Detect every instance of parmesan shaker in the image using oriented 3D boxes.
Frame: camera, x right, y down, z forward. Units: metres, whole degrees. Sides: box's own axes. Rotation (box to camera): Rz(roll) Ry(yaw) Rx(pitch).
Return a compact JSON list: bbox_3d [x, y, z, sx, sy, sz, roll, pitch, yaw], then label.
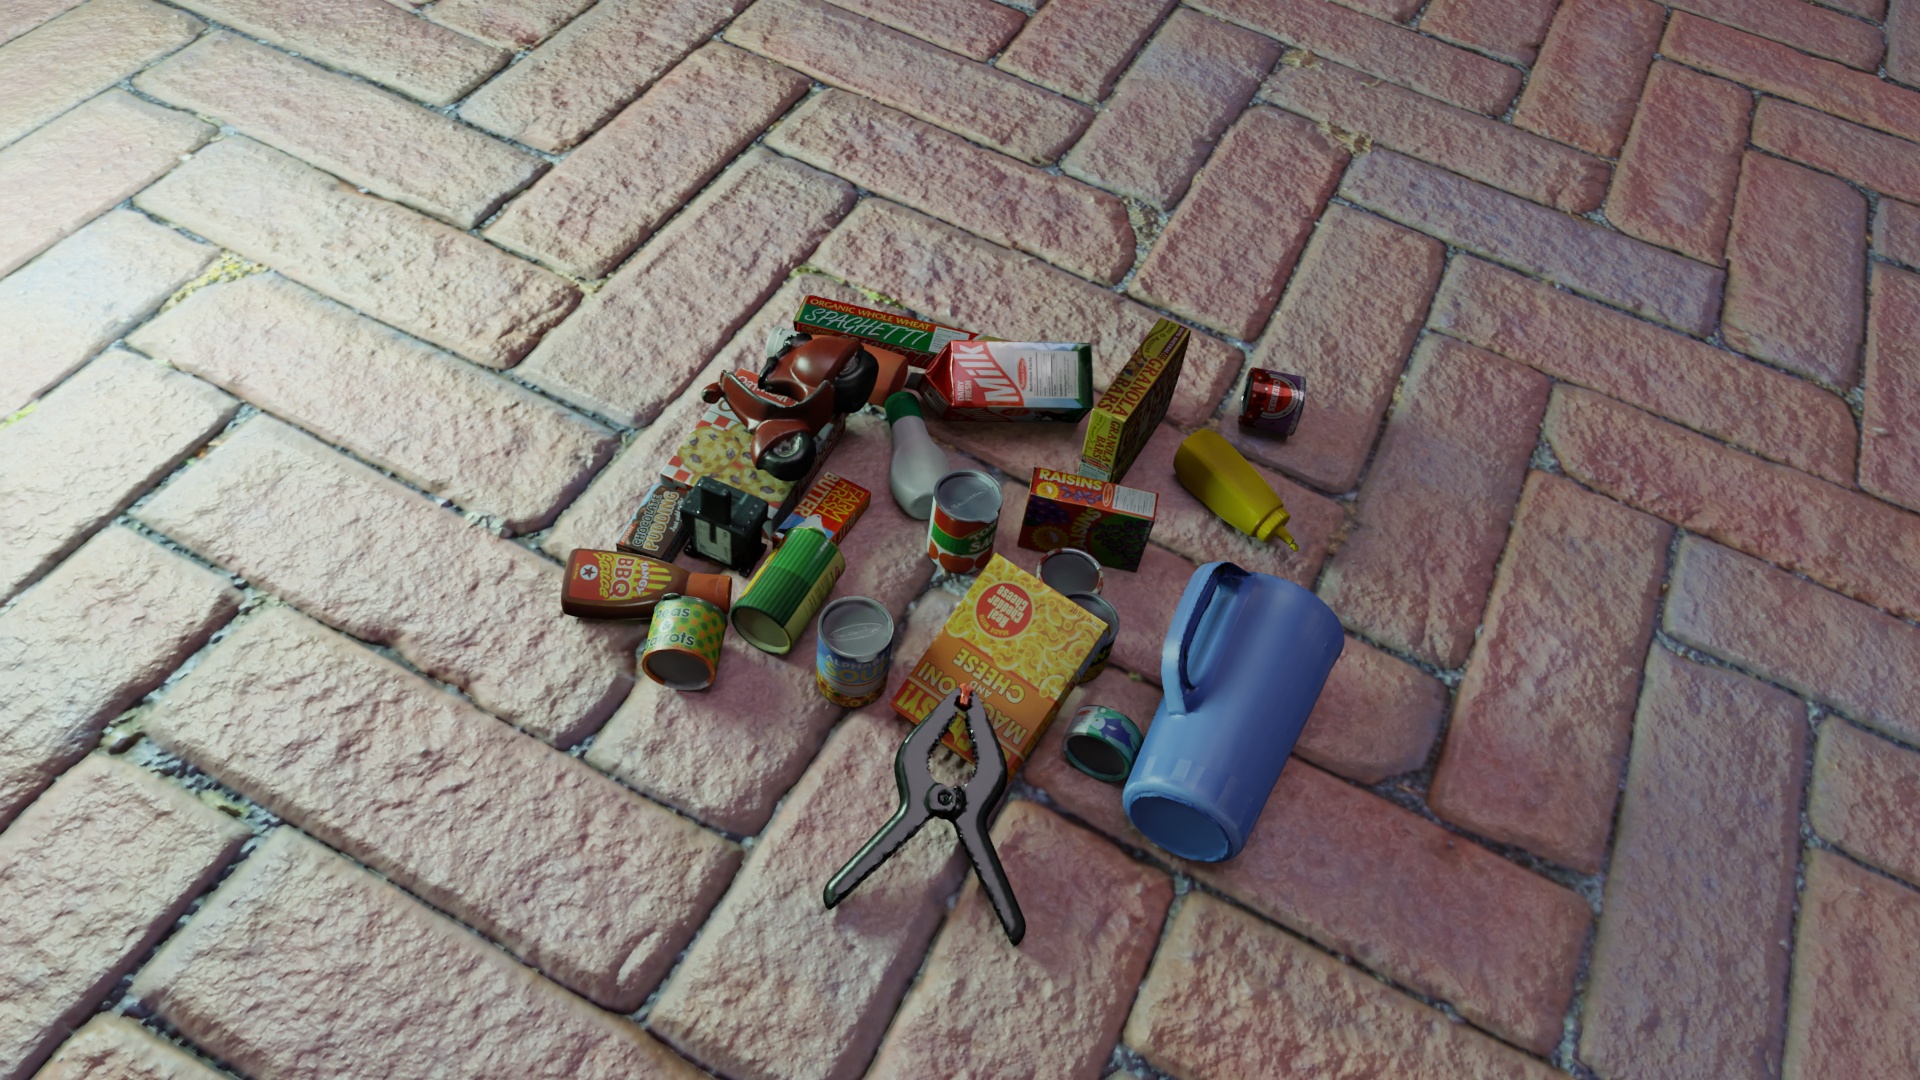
[{"bbox_3d":[-0.159,0.044,1.276,0.071,0.071,0.103,23,52,11],"label":"parmesan shaker"}]

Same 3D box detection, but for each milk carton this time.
[{"bbox_3d":[0.039,-0.167,1.462,0.191,0.072,0.073,0,81,-9],"label":"milk carton"}]

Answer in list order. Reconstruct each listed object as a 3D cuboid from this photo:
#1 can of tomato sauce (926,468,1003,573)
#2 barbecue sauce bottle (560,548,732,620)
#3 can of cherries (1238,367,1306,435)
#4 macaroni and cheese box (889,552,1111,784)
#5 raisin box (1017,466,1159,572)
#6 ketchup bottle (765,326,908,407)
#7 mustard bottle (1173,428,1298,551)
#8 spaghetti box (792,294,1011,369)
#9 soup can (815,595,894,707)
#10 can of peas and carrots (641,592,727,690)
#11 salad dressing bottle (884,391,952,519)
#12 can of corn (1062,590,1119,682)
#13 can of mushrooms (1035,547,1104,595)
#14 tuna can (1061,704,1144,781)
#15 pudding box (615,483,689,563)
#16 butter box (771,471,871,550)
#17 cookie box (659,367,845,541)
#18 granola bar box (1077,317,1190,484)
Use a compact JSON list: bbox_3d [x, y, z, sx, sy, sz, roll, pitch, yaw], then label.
[{"bbox_3d":[0.005,-0.017,1.342,0.071,0.082,0.071,4,51,-5],"label":"can of tomato sauce"},{"bbox_3d":[-0.286,0.044,1.276,0.149,0.043,0.065,5,57,-4],"label":"barbecue sauce bottle"},{"bbox_3d":[0.339,-0.152,1.510,0.058,0.071,0.072,12,50,2],"label":"can of cherries"},{"bbox_3d":[0.035,0.113,1.225,0.124,0.040,0.167,32,80,18],"label":"macaroni and cheese box"},{"bbox_3d":[0.124,-0.021,1.361,0.123,0.085,0.040,12,52,2],"label":"raisin box"},{"bbox_3d":[-0.134,-0.192,1.491,0.149,0.043,0.065,19,50,8],"label":"ketchup bottle"},{"bbox_3d":[0.288,-0.044,1.422,0.049,0.065,0.160,-34,68,-24],"label":"mustard bottle"},{"bbox_3d":[-0.058,-0.221,1.536,0.250,0.028,0.050,13,50,3],"label":"spaghetti box"},{"bbox_3d":[-0.094,0.102,1.230,0.071,0.083,0.072,4,51,-5],"label":"soup can"},{"bbox_3d":[-0.245,0.090,1.227,0.071,0.070,0.059,7,51,-2],"label":"can of peas and carrots"},{"bbox_3d":[-0.047,-0.090,1.421,0.064,0.043,0.148,-7,51,-11],"label":"salad dressing bottle"},{"bbox_3d":[0.109,0.092,1.284,0.071,0.058,0.071,4,51,-5],"label":"can of corn"},{"bbox_3d":[0.103,0.043,1.340,0.071,0.033,0.071,5,50,-6],"label":"can of mushrooms"},{"bbox_3d":[0.126,0.179,1.212,0.071,0.070,0.033,25,52,12],"label":"tuna can"},{"bbox_3d":[-0.289,-0.011,1.329,0.050,0.030,0.084,19,51,8],"label":"pudding box"},{"bbox_3d":[-0.135,-0.021,1.363,0.053,0.024,0.104,26,52,14],"label":"butter box"},{"bbox_3d":[-0.206,-0.090,1.400,0.123,0.040,0.168,22,52,8],"label":"cookie box"},{"bbox_3d":[0.179,-0.135,1.438,0.039,0.123,0.166,26,52,14],"label":"granola bar box"}]
